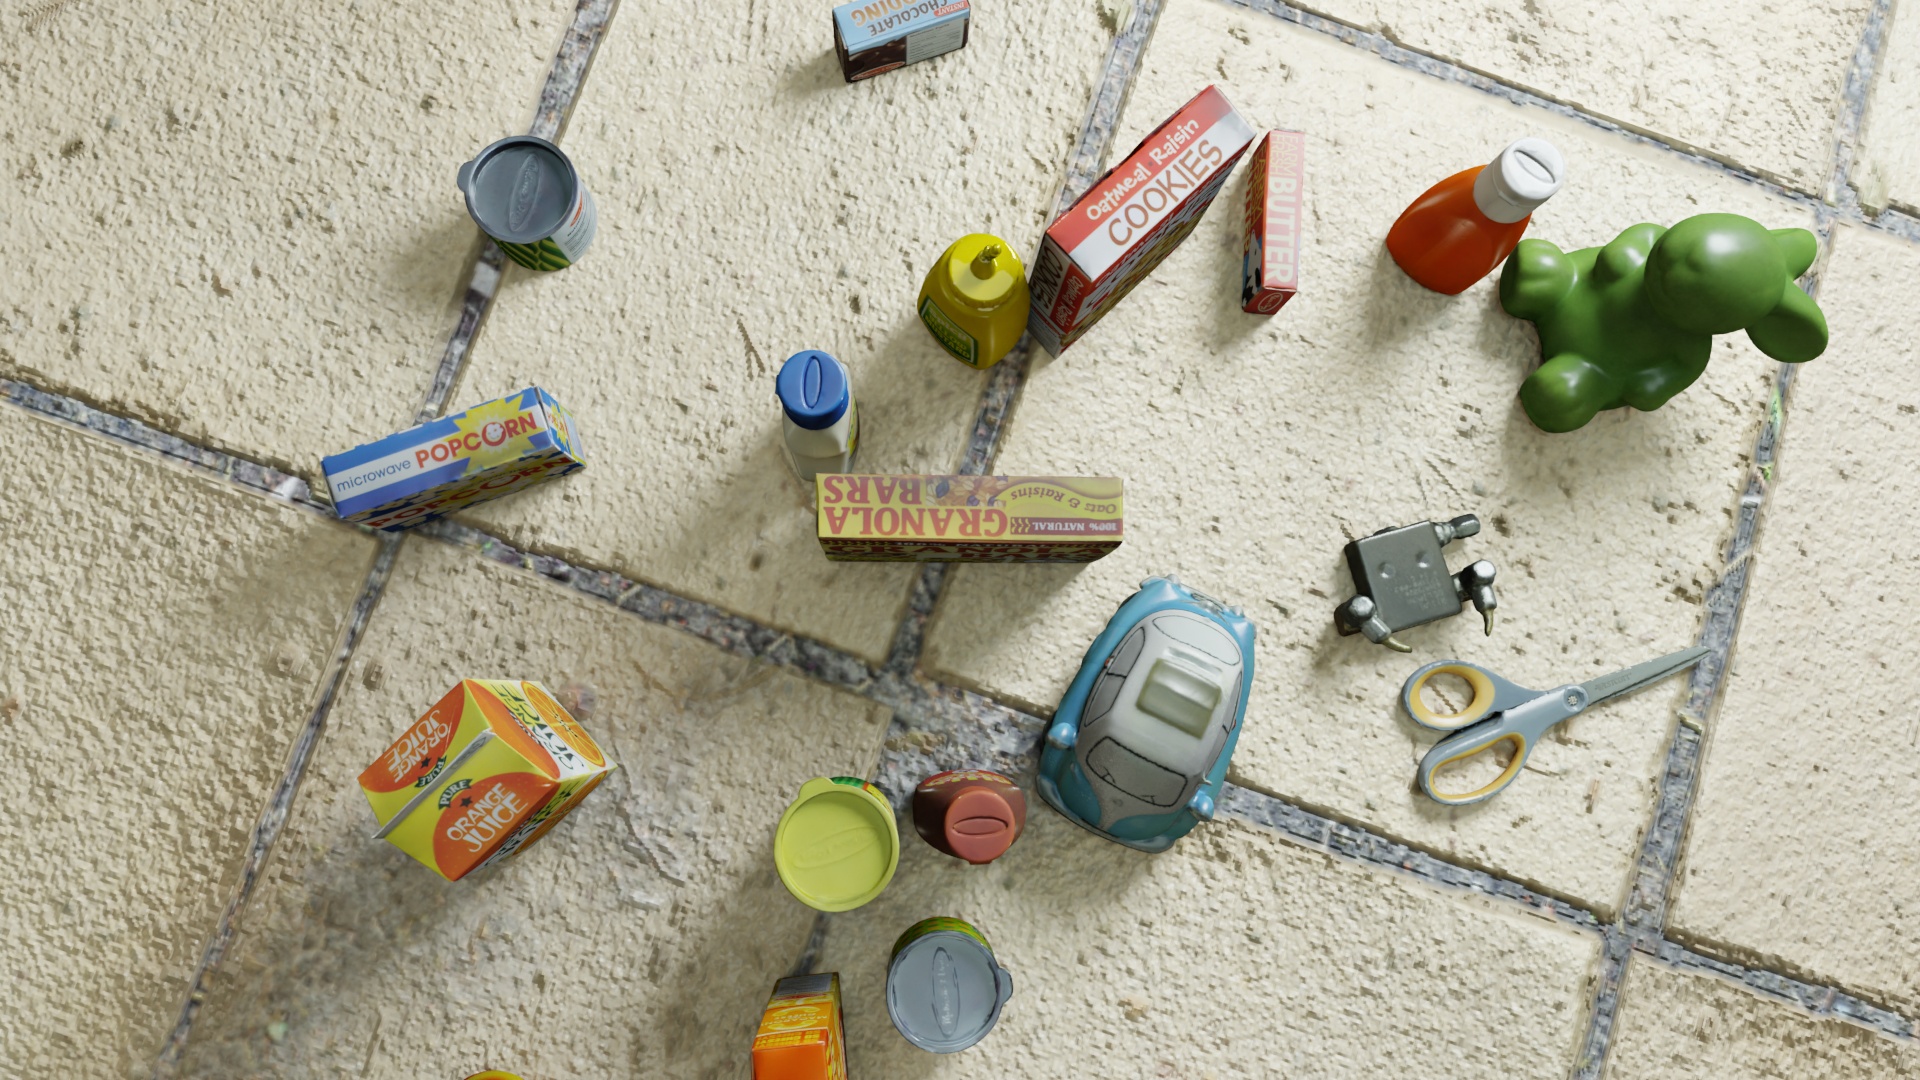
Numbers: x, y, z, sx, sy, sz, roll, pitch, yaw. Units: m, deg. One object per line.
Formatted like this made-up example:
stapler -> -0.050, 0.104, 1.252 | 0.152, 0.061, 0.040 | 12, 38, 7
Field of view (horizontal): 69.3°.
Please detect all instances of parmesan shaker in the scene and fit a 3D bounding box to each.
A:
parmesan shaker -> -0.068, 0.165, 0.783 | 0.071, 0.103, 0.071 | 0, 84, -3

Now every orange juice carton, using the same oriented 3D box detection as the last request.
orange juice carton -> -0.249, 0.123, 0.734 | 0.072, 0.192, 0.073 | -43, 87, -6

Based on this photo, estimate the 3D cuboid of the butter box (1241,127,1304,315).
butter box -> 0.194, -0.198, 0.865 | 0.024, 0.053, 0.103 | 4, 83, -2

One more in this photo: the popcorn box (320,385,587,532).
popcorn box -> -0.290, -0.045, 0.807 | 0.127, 0.085, 0.038 | -20, 85, -5

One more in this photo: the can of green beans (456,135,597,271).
can of green beans -> -0.258, -0.203, 0.841 | 0.071, 0.057, 0.071 | 0, 83, -3

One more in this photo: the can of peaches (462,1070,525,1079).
can of peaches -> -0.267, 0.337, 0.775 | 0.071, 0.058, 0.071 | 0, 83, -3

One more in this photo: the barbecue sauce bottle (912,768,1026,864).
barbecue sauce bottle -> 0.006, 0.151, 0.765 | 0.065, 0.148, 0.043 | -1, 84, -3

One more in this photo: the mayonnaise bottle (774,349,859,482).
mayonnaise bottle -> -0.080, -0.073, 0.789 | 0.041, 0.148, 0.065 | 4, 83, -2

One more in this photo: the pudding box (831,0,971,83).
pudding box -> -0.037, -0.321, 0.871 | 0.084, 0.049, 0.030 | -20, 85, -5

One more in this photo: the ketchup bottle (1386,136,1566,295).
ketchup bottle -> 0.306, -0.192, 0.821 | 0.065, 0.148, 0.043 | 39, 83, 2

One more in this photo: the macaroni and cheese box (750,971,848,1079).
macaroni and cheese box -> -0.080, 0.309, 0.733 | 0.040, 0.166, 0.124 | -6, 84, -3

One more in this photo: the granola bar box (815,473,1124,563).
granola bar box -> 0.003, -0.010, 0.797 | 0.166, 0.124, 0.039 | 1, 84, -3

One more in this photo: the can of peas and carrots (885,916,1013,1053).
can of peas and carrots -> -0.007, 0.253, 0.797 | 0.071, 0.058, 0.071 | 0, 83, -3

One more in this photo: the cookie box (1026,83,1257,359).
cookie box -> 0.095, -0.178, 0.800 | 0.123, 0.167, 0.040 | -43, 87, -6

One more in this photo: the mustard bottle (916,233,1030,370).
mustard bottle -> 0.009, -0.142, 0.795 | 0.065, 0.160, 0.049 | 42, 84, 2
